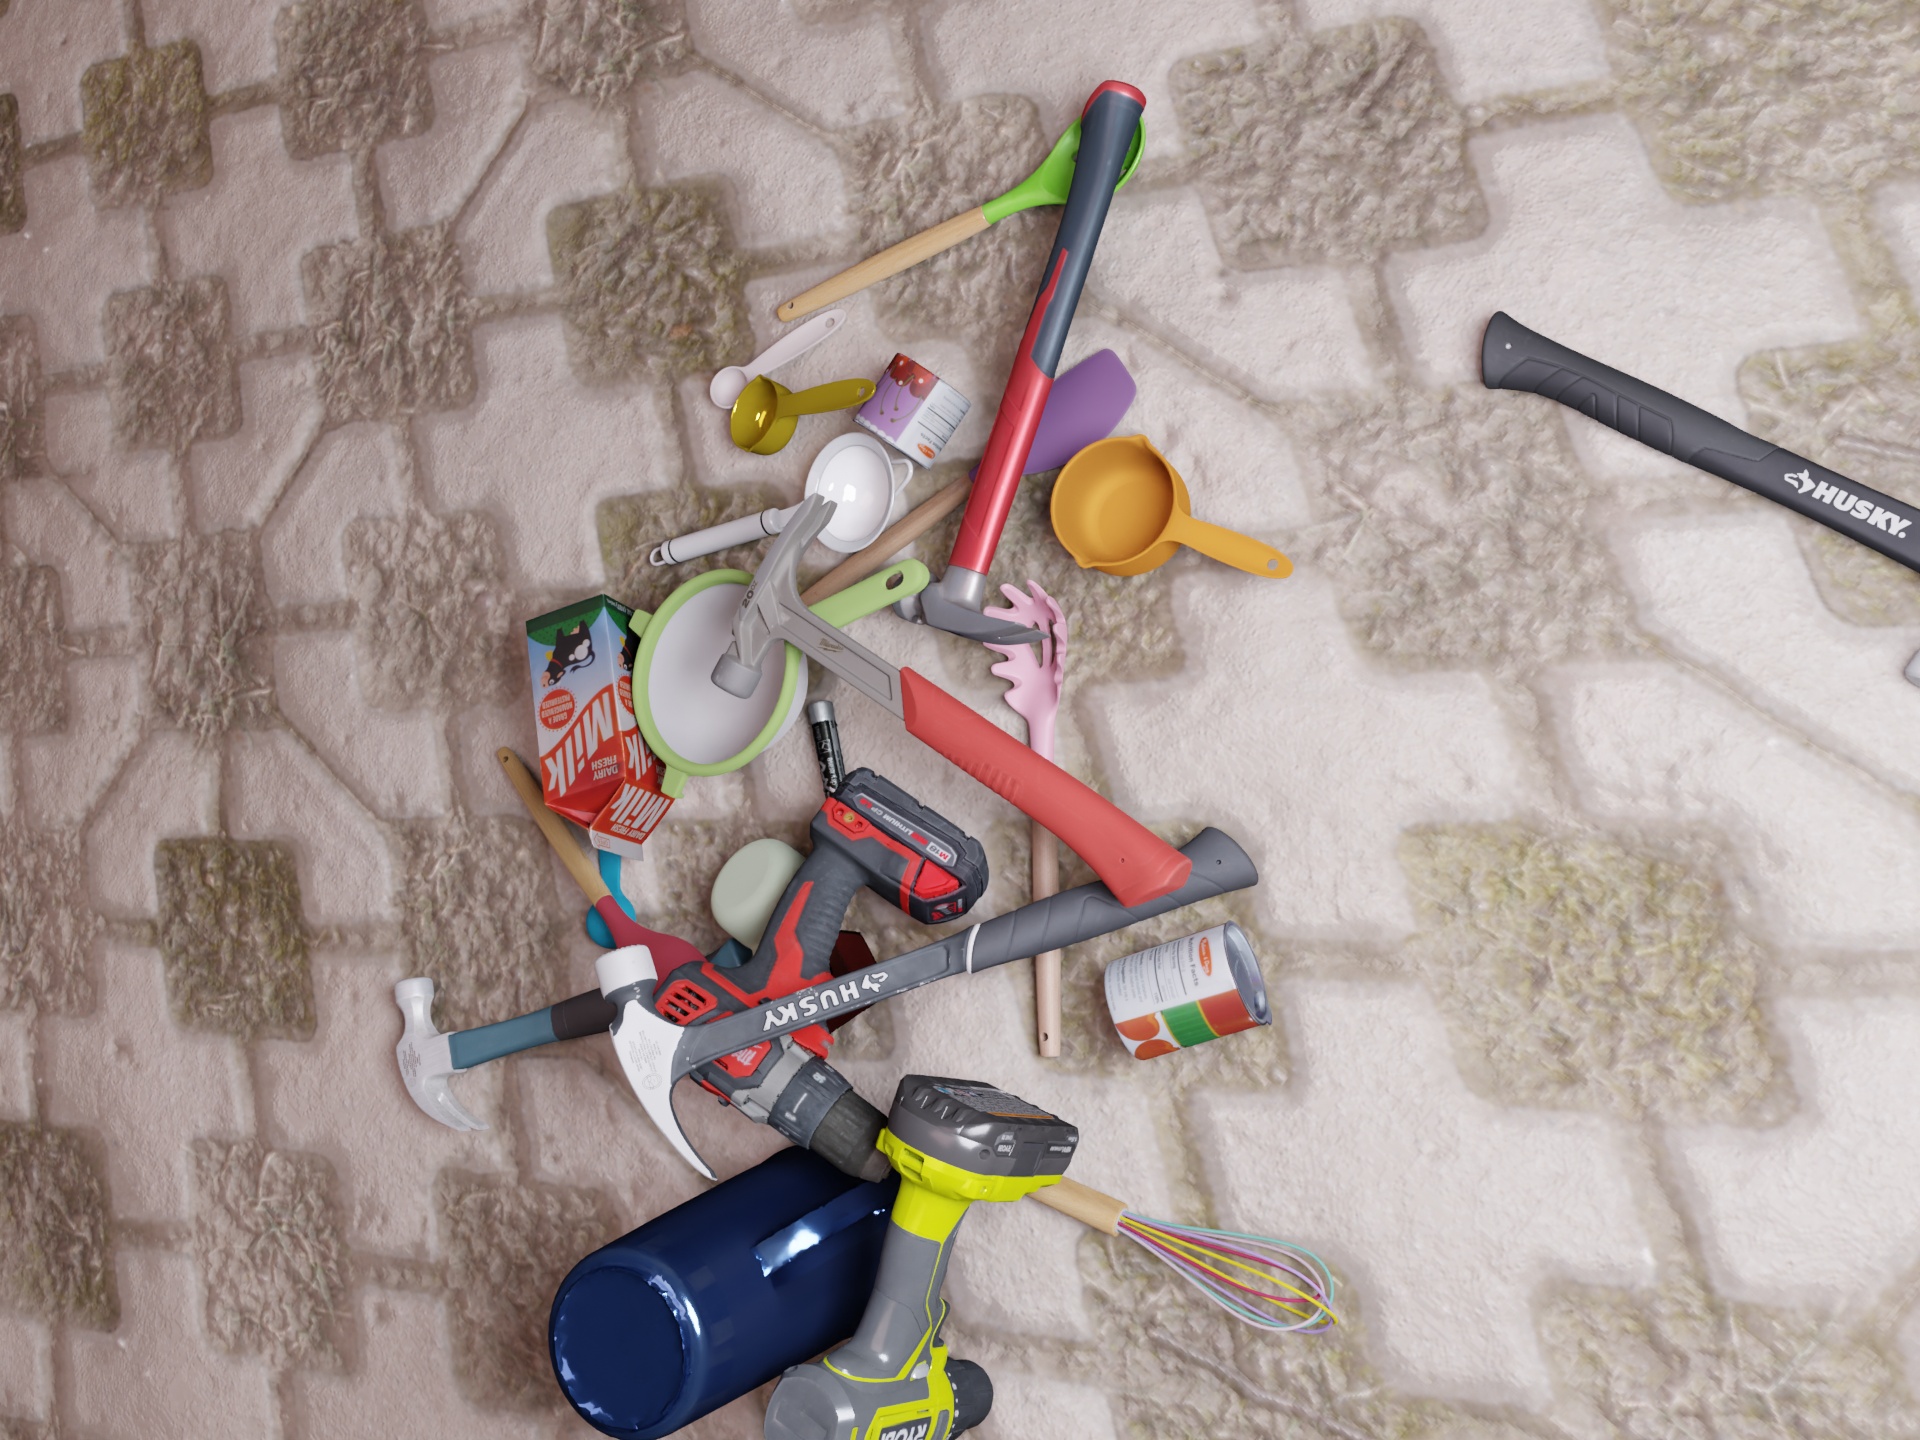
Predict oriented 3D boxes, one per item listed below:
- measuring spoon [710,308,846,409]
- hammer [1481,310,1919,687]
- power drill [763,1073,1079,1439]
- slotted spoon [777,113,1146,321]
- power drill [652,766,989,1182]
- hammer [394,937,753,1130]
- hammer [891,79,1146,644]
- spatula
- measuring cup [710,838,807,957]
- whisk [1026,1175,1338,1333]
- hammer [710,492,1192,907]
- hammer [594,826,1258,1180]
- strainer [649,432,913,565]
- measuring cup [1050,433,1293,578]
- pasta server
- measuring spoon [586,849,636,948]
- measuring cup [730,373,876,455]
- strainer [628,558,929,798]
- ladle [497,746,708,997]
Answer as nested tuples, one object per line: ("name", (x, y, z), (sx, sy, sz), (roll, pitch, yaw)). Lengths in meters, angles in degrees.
("measuring spoon", (-0.138, -0.279, 1.227), (0.124, 0.018, 0.034), (-31, 70, 11))
("hammer", (0.451, -0.157, 0.915), (0.335, 0.035, 0.146), (35, 98, 26))
("power drill", (-0.012, 0.340, 0.966), (0.080, 0.190, 0.228), (18, 87, 35))
("slotted spoon", (-0.003, -0.362, 1.169), (0.314, 0.031, 0.070), (-20, 73, 23))
("power drill", (-0.071, 0.165, 1.030), (0.188, 0.080, 0.227), (33, 71, 14))
("hammer", (-0.293, 0.224, 1.203), (0.331, 0.033, 0.128), (-19, 73, 21))
("hammer", (0.061, -0.240, 1.065), (0.143, 0.038, 0.386), (19, 90, 52))
("spatula", (-0.010, -0.155, 1.141), (0.316, 0.018, 0.060), (-34, 71, 16))
("measuring cup", (-0.149, 0.153, 1.098), (0.083, 0.038, 0.168), (-22, 40, 31))
("whisk", (0.119, 0.317, 0.988), (0.245, 0.047, 0.051), (16, 90, 30))
("hammer", (-0.002, -0.003, 1.017), (0.359, 0.036, 0.149), (34, 98, 25))
("hammer", (-0.009, 0.152, 0.980), (0.409, 0.036, 0.149), (-18, 74, -7))
("strainer", (-0.132, -0.152, 1.187), (0.258, 0.050, 0.087), (-12, 81, 29))
("measuring cup", (0.144, -0.123, 1.045), (0.174, 0.052, 0.095), (26, 93, 25))
("pasta server", (0.052, 0.064, 1.065), (0.060, 0.040, 0.316), (-7, 79, 36))
("measuring spoon", (-0.274, 0.110, 1.218), (0.042, 0.021, 0.129), (-10, 78, 23))
("measuring cup", (-0.110, -0.229, 1.172), (0.156, 0.029, 0.062), (0, 79, 42))
("strainer", (-0.119, -0.050, 1.141), (0.256, 0.069, 0.152), (-24, 69, 24))
("ladle", (-0.278, 0.119, 1.197), (0.069, 0.031, 0.316), (-45, 56, 2))
